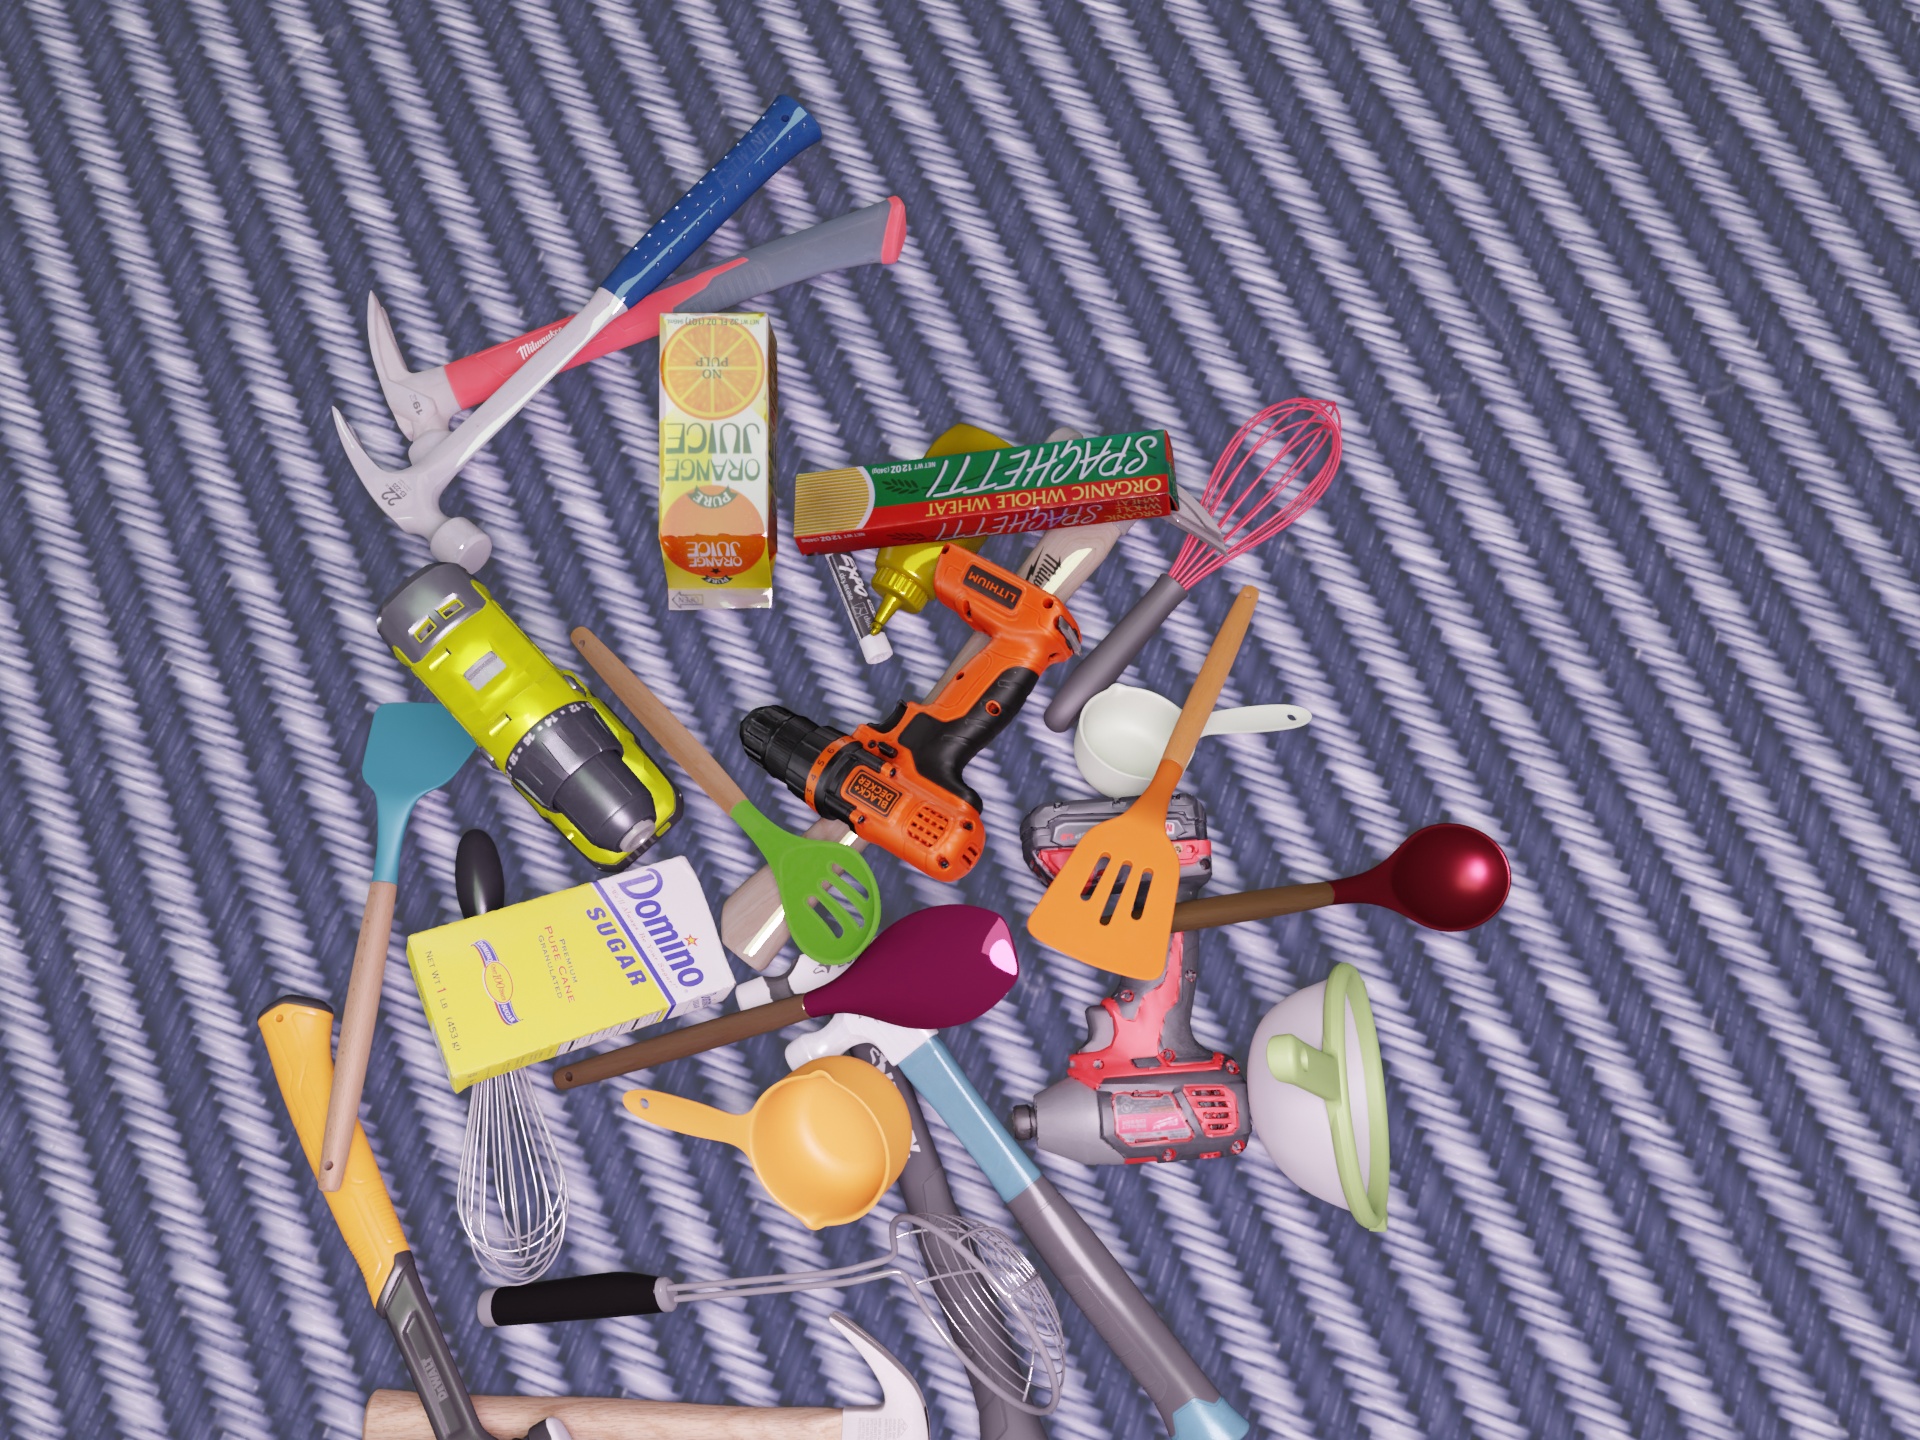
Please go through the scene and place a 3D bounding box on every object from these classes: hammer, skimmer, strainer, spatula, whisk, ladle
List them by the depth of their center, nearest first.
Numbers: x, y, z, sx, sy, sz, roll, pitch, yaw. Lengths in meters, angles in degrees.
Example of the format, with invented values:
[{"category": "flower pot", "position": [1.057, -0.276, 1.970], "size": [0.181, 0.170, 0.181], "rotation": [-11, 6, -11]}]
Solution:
[{"category": "skimmer", "position": [-0.117, 0.337, 0.884], "size": [0.363, 0.090, 0.127], "rotation": [-10, 117, 15]}, {"category": "strainer", "position": [0.186, 0.205, 0.892], "size": [0.069, 0.256, 0.152], "rotation": [-9, 69, 22]}, {"category": "hammer", "position": [0.044, 0.284, 0.923], "size": [0.128, 0.033, 0.331], "rotation": [-40, 80, 7]}, {"category": "hammer", "position": [-0.183, 0.413, 0.934], "size": [0.331, 0.031, 0.130], "rotation": [1, 75, 1]}, {"category": "hammer", "position": [-0.351, 0.316, 0.941], "size": [0.127, 0.034, 0.337], "rotation": [-29, 69, -8]}, {"category": "hammer", "position": [-0.013, 0.290, 0.965], "size": [0.146, 0.035, 0.335], "rotation": [-21, 75, -5]}, {"category": "ladle", "position": [0.203, 0.110, 0.966], "size": [0.315, 0.031, 0.069], "rotation": [-5, 79, -24]}, {"category": "spatula", "position": [0.134, 0.020, 0.977], "size": [0.081, 0.041, 0.323], "rotation": [19, 46, 13]}, {"category": "whisk", "position": [-0.288, 0.202, 0.984], "size": [0.070, 0.070, 0.285], "rotation": [-12, 69, -3]}, {"category": "spatula", "position": [-0.359, 0.130, 0.994], "size": [0.082, 0.044, 0.318], "rotation": [4, 70, 1]}, {"category": "hammer", "position": [-0.002, -0.003, 1.022], "size": [0.146, 0.038, 0.410], "rotation": [35, 82, 29]}, {"category": "whisk", "position": [0.155, -0.105, 1.063], "size": [0.073, 0.073, 0.296], "rotation": [40, 84, 11]}, {"category": "hammer", "position": [-0.249, -0.285, 1.087], "size": [0.144, 0.035, 0.405], "rotation": [38, 77, 13]}, {"category": "hammer", "position": [-0.224, -0.304, 1.131], "size": [0.386, 0.038, 0.143], "rotation": [-23, 74, -6]}]

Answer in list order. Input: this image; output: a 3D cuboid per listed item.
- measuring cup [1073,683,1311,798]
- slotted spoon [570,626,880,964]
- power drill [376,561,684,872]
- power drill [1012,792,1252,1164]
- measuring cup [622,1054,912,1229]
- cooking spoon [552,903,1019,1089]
[{"category": "measuring cup", "position": [0.152, 0.014, 1.043], "size": [0.167, 0.038, 0.083], "rotation": [-6, 52, -20]}, {"category": "slotted spoon", "position": [-0.154, 0.038, 1.011], "size": [0.314, 0.031, 0.070], "rotation": [43, 104, 24]}, {"category": "power drill", "position": [-0.235, 0.018, 0.941], "size": [0.080, 0.228, 0.191], "rotation": [-43, 78, -10]}, {"category": "power drill", "position": [0.096, 0.161, 0.981], "size": [0.143, 0.078, 0.220], "rotation": [-4, 78, -1]}, {"category": "measuring cup", "position": [-0.110, 0.230, 0.922], "size": [0.174, 0.052, 0.095], "rotation": [8, 101, 22]}, {"category": "cooking spoon", "position": [-0.111, 0.176, 0.942], "size": [0.319, 0.017, 0.069], "rotation": [-20, 80, 20]}]
